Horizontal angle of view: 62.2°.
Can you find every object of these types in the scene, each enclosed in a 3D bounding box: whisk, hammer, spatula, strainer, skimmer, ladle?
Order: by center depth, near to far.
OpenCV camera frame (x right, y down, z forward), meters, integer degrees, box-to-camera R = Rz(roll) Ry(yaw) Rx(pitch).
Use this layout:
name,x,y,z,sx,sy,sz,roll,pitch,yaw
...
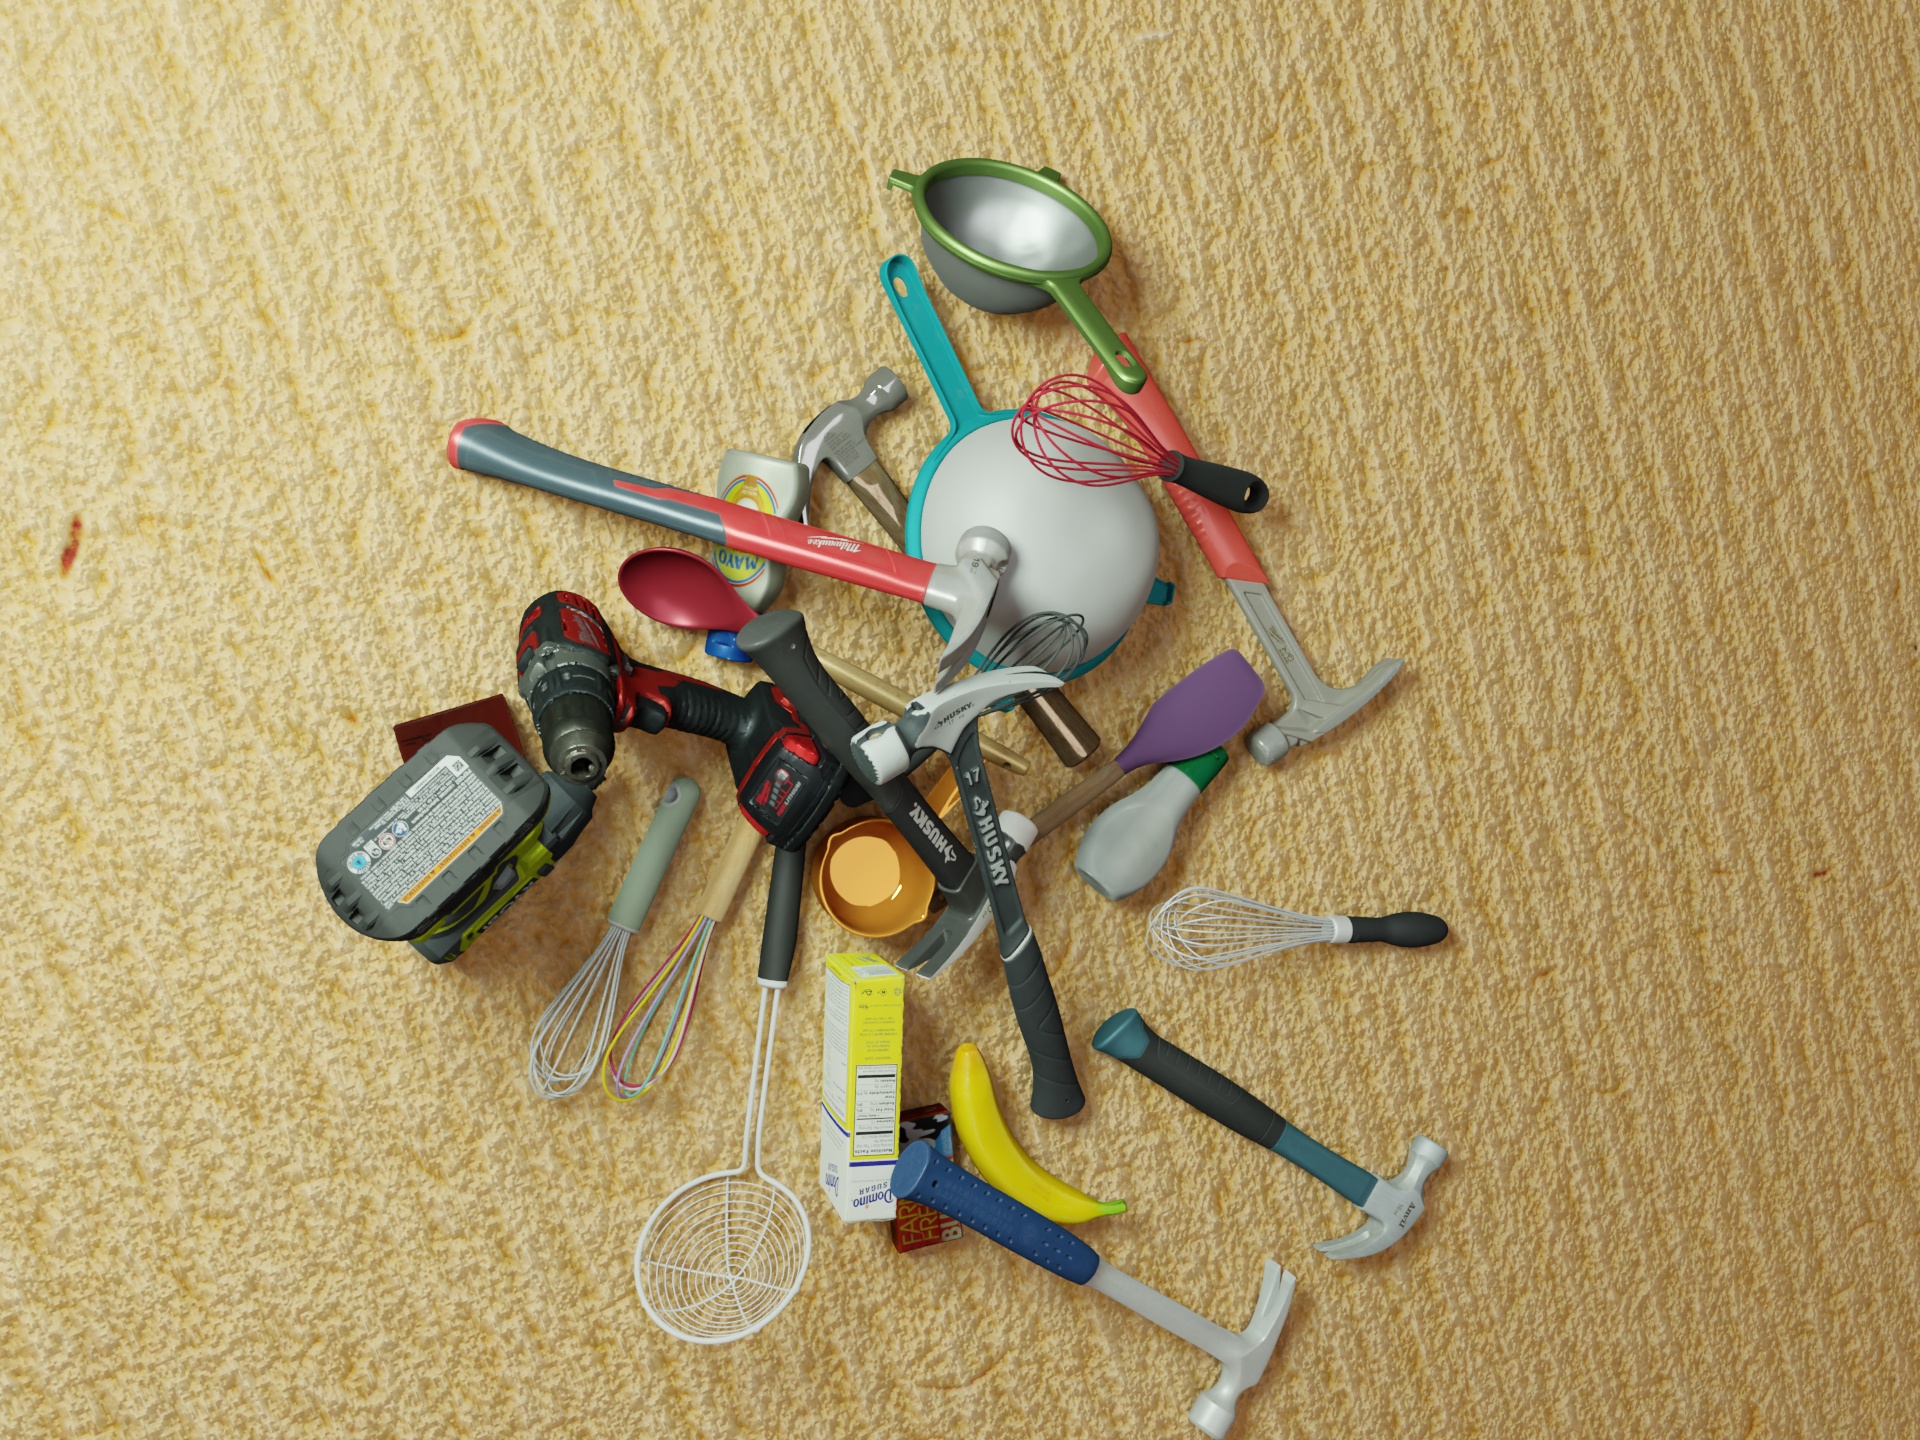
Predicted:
name,x,y,z,sx,sy,sz,roll,pitch,yaw
hammer,-0.166,-0.124,1.066,0.386,0.038,0.143,17,45,4
hammer,-0.054,0.045,1.072,0.146,0.035,0.334,-57,138,-21
ladle,-0.092,-0.039,1.111,0.315,0.069,0.031,28,42,-2
hammer,0.039,0.140,1.135,0.149,0.036,0.408,-30,127,-21
whisk,0.139,-0.186,1.135,0.295,0.073,0.073,8,90,-48
whisk,-0.244,0.154,1.136,0.059,0.058,0.246,33,78,-50
skimmer,-0.152,0.251,1.140,0.127,0.090,0.363,7,88,14
whisk,-0.002,-0.004,1.145,0.239,0.055,0.055,-37,105,26
strainer,0.055,-0.305,1.146,0.151,0.069,0.257,-13,56,-30
whisk,-0.194,0.161,1.149,0.047,0.051,0.245,27,81,-15
strainer,0.043,-0.189,1.156,0.211,0.095,0.340,-33,103,-27
hammer,-0.006,-0.096,1.202,0.130,0.031,0.331,-41,103,-12
hammer,0.107,0.415,1.209,0.405,0.035,0.144,38,80,-29
spatula,0.104,0.053,1.230,0.316,0.018,0.060,-35,84,-6
hammer,0.214,-0.149,1.265,0.149,0.037,0.359,-35,102,-13
whisk,0.278,0.170,1.290,0.284,0.070,0.070,4,91,-22
hammer,0.247,0.328,1.295,0.330,0.033,0.128,34,81,-15

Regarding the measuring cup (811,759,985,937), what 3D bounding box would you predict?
name,x,y,z,sx,sy,sz,roll,pitch,yaw
measuring cup,-0.041,0.082,1.189,0.095,0.052,0.173,42,79,-14

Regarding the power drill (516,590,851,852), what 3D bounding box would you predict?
name,x,y,z,sx,sy,sz,roll,pitch,yaw
power drill,-0.186,0.009,1.057,0.226,0.188,0.080,25,110,-30

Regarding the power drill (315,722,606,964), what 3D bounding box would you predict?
name,x,y,z,sx,sy,sz,roll,pitch,yaw
power drill,-0.308,0.076,1.017,0.080,0.223,0.171,45,80,4
